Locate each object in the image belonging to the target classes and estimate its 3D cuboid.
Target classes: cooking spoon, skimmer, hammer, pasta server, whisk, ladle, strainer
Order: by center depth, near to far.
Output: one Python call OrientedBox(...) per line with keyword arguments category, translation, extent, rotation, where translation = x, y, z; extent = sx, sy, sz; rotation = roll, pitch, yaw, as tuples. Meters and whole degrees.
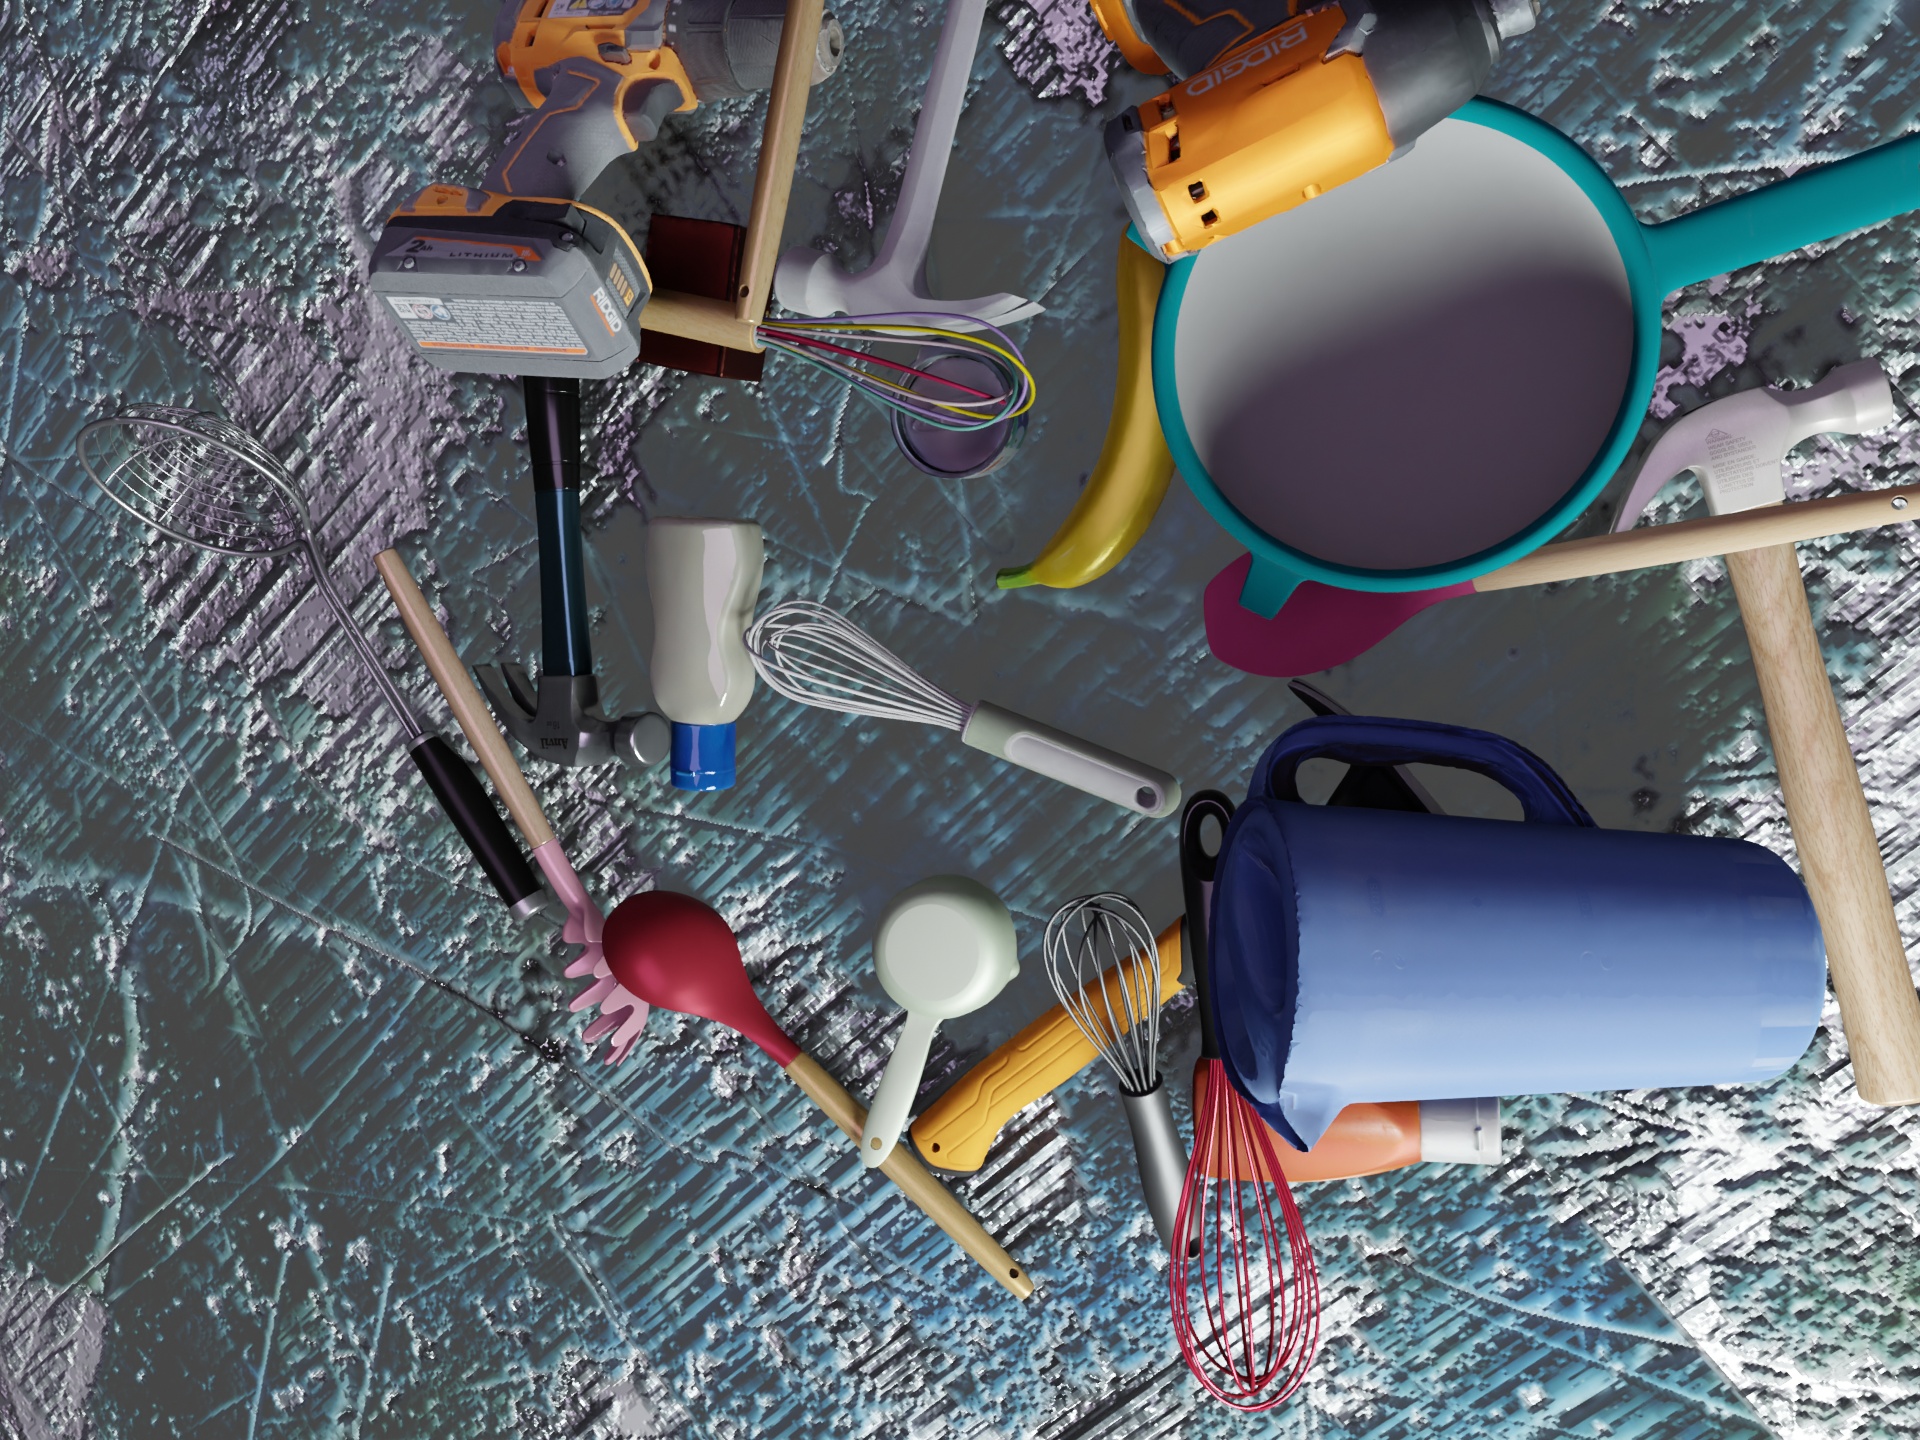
OrientedBox(category="strainer", translation=(0.256, -0.184, 0.702), extent=(0.340, 0.095, 0.211), rotation=(-17, 94, 17))
OrientedBox(category="hammer", translation=(0.383, 0.015, 0.721), extent=(0.130, 0.031, 0.331), rotation=(-15, 93, 18))
OrientedBox(category="cooking spoon", translation=(0.261, -0.070, 0.726), extent=(0.319, 0.017, 0.069), rotation=(-9, 84, 30))
OrientedBox(category="ladle", translation=(-0.076, -0.344, 0.728), extent=(0.078, 0.062, 0.320), rotation=(17, 99, 32))
OrientedBox(category="whisk", translation=(0.130, 0.181, 0.766), extent=(0.073, 0.073, 0.296), rotation=(-5, 86, 18))
OrientedBox(category="hammer", translation=(0.019, -0.387, 0.769), extent=(0.144, 0.035, 0.405), rotation=(21, 101, 27))
OrientedBox(category="whisk", translation=(-0.078, -0.183, 0.779), extent=(0.245, 0.047, 0.051), rotation=(16, 89, 18))
OrientedBox(category="whisk", translation=(0.089, 0.185, 0.797), extent=(0.055, 0.055, 0.238), rotation=(-9, 117, 18))
OrientedBox(category="hammer", translation=(0.094, 0.126, 0.825), extent=(0.337, 0.034, 0.127), rotation=(-42, 85, 18))
OrientedBox(category="whisk", translation=(-0.001, -0.003, 0.831), extent=(0.246, 0.059, 0.057), rotation=(22, 115, 9))
OrientedBox(category="hammer", translation=(-0.221, -0.140, 0.875), extent=(0.128, 0.033, 0.331), rotation=(-1, 93, 35))
OrientedBox(category="ladle", translation=(-0.076, 0.208, 0.885), extent=(0.315, 0.069, 0.031), rotation=(44, 147, 2))
OrientedBox(category="pasta server", translation=(-0.256, 0.049, 0.899), extent=(0.060, 0.040, 0.316), rotation=(-15, 104, 58))
OrientedBox(category="skimmer", translation=(-0.370, -0.026, 0.919), extent=(0.363, 0.090, 0.127), rotation=(57, 141, 0))

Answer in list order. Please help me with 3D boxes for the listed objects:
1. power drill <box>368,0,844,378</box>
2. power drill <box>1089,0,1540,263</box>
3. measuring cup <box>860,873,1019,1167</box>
OrientedBox(category="power drill", translation=(-0.168, -0.278, 0.783), extent=(0.185, 0.084, 0.226), rotation=(7, 62, 18))
OrientedBox(category="power drill", translation=(0.134, -0.297, 0.662), extent=(0.164, 0.227, 0.084), rotation=(-21, 135, 19))
OrientedBox(category="measuring cup", translation=(-0.026, 0.164, 0.850), extent=(0.083, 0.038, 0.167), rotation=(20, 92, 14))
